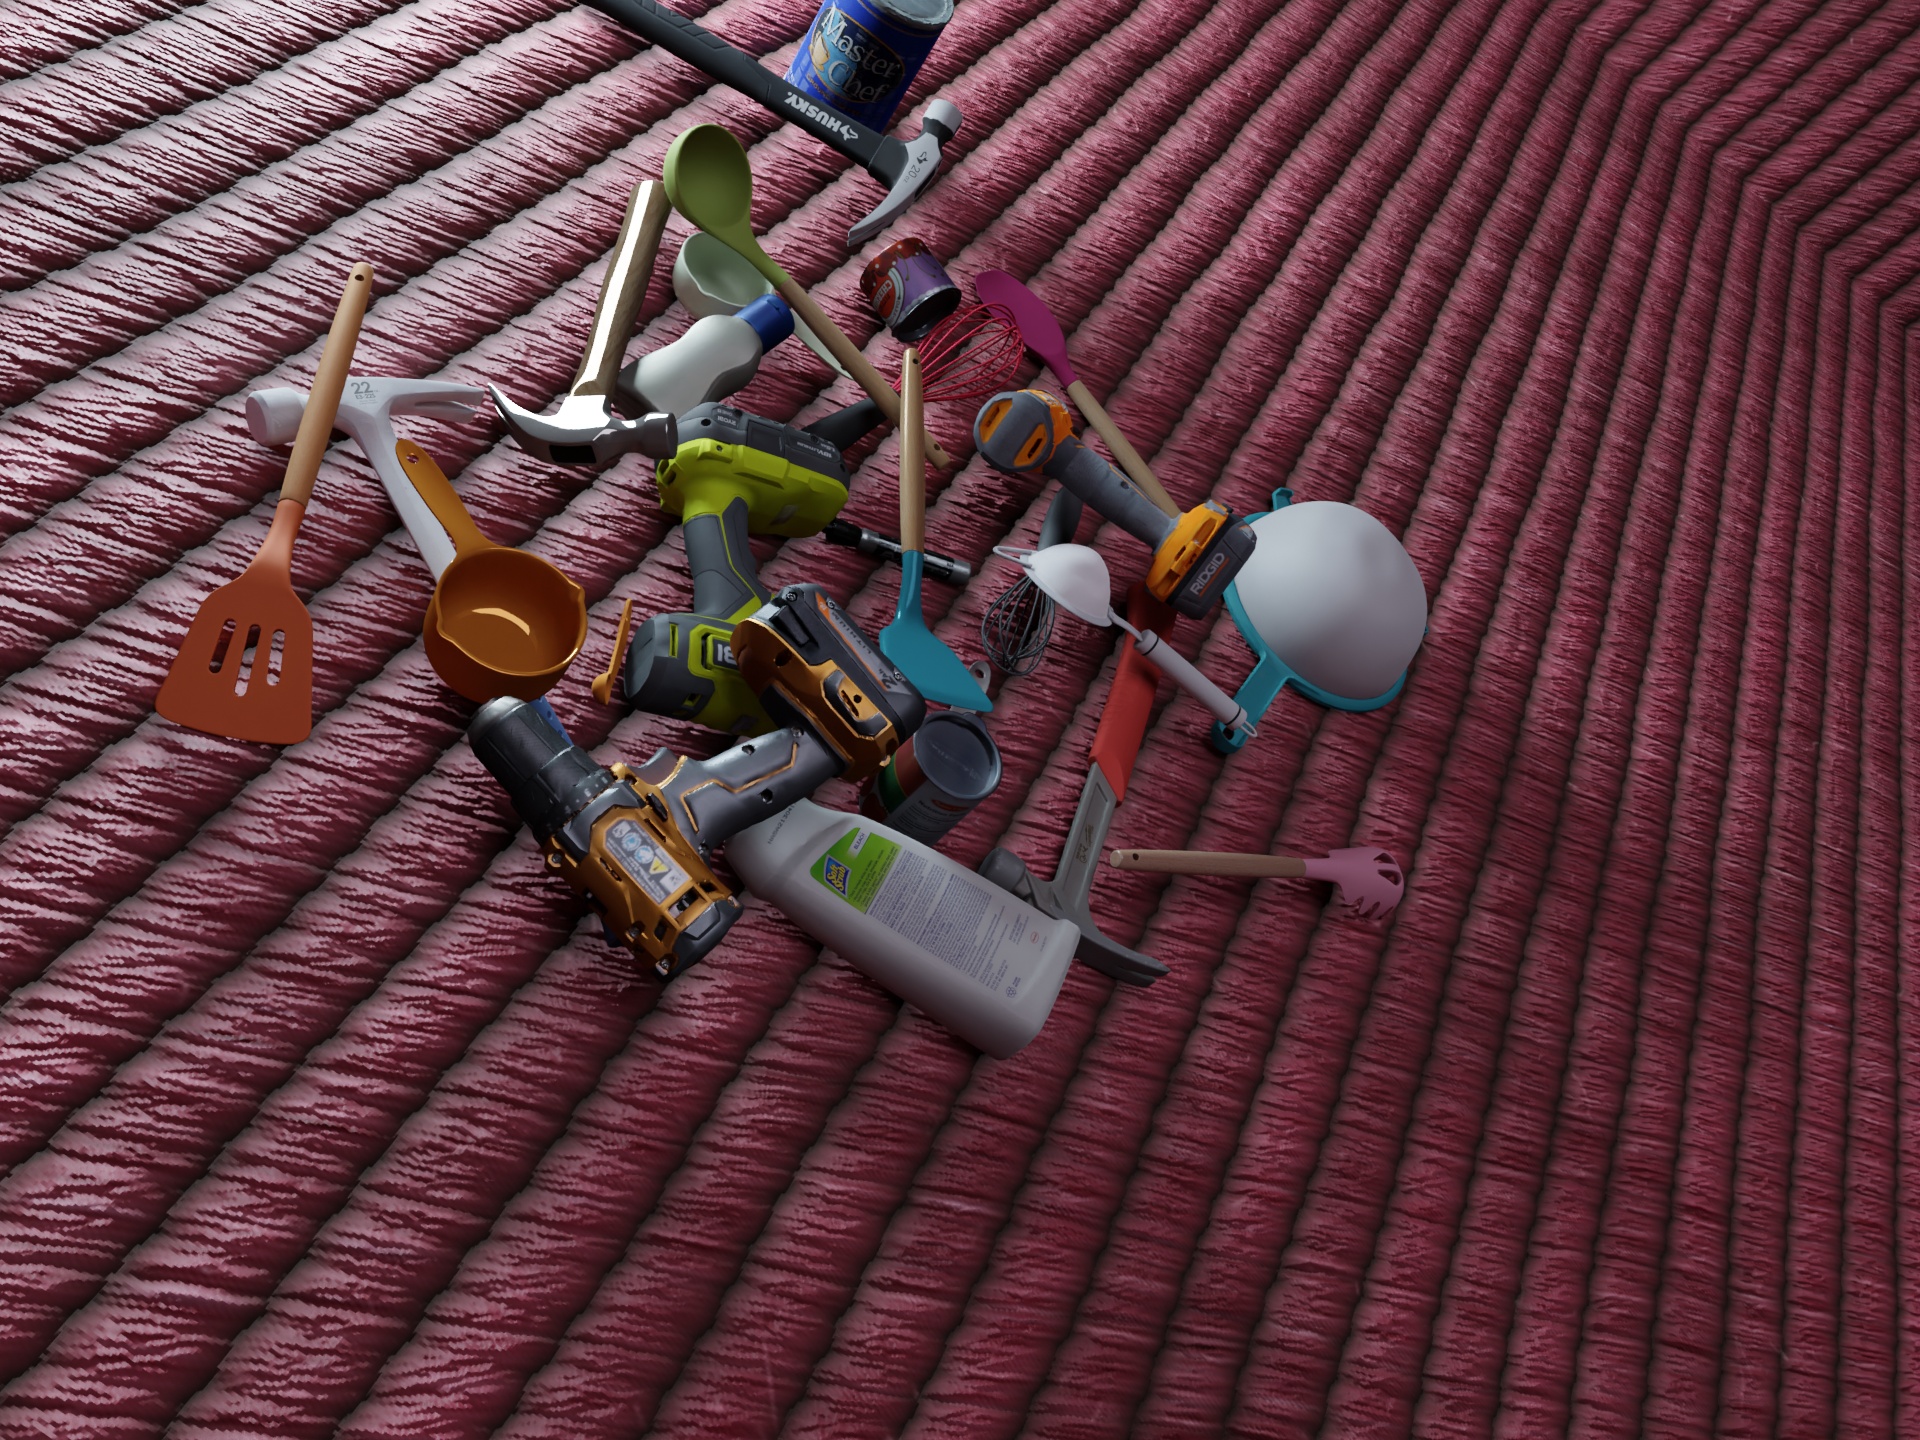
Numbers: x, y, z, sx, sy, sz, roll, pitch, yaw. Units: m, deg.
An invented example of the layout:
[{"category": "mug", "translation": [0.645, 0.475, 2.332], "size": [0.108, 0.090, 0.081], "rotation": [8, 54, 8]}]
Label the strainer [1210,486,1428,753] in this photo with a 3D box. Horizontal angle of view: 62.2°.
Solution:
[{"category": "strainer", "translation": [0.307, -0.086, 1.357], "size": [0.211, 0.095, 0.340], "rotation": [44, 45, -1]}]

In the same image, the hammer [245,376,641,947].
[{"category": "hammer", "translation": [-0.284, -0.048, 0.974], "size": [0.144, 0.035, 0.406], "rotation": [-20, 73, -41]}]

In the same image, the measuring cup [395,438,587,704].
[{"category": "measuring cup", "translation": [-0.291, -0.085, 0.936], "size": [0.095, 0.052, 0.174], "rotation": [-25, 74, -41]}]

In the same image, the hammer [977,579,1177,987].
[{"category": "hammer", "translation": [0.125, 0.024, 1.200], "size": [0.149, 0.036, 0.359], "rotation": [33, 48, -11]}]

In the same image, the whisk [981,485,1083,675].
[{"category": "whisk", "translation": [0.062, -0.118, 1.252], "size": [0.055, 0.055, 0.239], "rotation": [33, 43, -11]}]

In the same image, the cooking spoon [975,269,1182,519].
[{"category": "cooking spoon", "translation": [0.114, -0.277, 1.410], "size": [0.069, 0.017, 0.319], "rotation": [-27, 77, -41]}]

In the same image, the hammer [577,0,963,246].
[{"category": "hammer", "translation": [-0.176, -0.538, 1.354], "size": [0.334, 0.035, 0.146], "rotation": [30, 82, -3]}]

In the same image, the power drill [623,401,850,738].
[{"category": "power drill", "translation": [-0.128, -0.089, 1.081], "size": [0.190, 0.080, 0.229], "rotation": [14, 56, -31]}]

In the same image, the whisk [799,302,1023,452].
[{"category": "whisk", "translation": [-0.043, -0.264, 1.270], "size": [0.073, 0.073, 0.296], "rotation": [48, 52, 3]}]

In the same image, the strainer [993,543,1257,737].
[{"category": "strainer", "translation": [0.137, -0.067, 1.211], "size": [0.258, 0.050, 0.087], "rotation": [38, 23, -17]}]

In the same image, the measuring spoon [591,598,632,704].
[{"category": "measuring spoon", "translation": [-0.220, -0.046, 1.008], "size": [0.011, 0.021, 0.117], "rotation": [4, 33, -5]}]

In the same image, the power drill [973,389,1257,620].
[{"category": "power drill", "translation": [0.121, -0.180, 1.250], "size": [0.226, 0.084, 0.164], "rotation": [36, 16, 2]}]

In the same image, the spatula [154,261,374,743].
[{"category": "spatula", "translation": [-0.388, -0.141, 0.935], "size": [0.081, 0.041, 0.323], "rotation": [12, 60, -16]}]

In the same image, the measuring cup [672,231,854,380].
[{"category": "measuring cup", "translation": [-0.152, -0.311, 1.242], "size": [0.167, 0.038, 0.083], "rotation": [38, 47, -9]}]

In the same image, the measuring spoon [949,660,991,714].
[{"category": "measuring spoon", "translation": [-0.002, -0.004, 1.153], "size": [0.034, 0.018, 0.124], "rotation": [36, 40, -8]}]

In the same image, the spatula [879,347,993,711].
[{"category": "spatula", "translation": [-0.027, -0.143, 1.128], "size": [0.082, 0.044, 0.318], "rotation": [14, 59, -28]}]

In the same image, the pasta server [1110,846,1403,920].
[{"category": "pasta server", "translation": [0.230, 0.113, 1.191], "size": [0.316, 0.040, 0.060], "rotation": [6, 57, -36]}]

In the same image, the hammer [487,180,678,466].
[{"category": "hammer", "translation": [-0.249, -0.293, 1.142], "size": [0.130, 0.031, 0.332], "rotation": [-1, 47, 3]}]

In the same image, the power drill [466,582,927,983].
[{"category": "power drill", "translation": [-0.153, 0.013, 0.924], "size": [0.185, 0.084, 0.226], "rotation": [47, 61, -1]}]

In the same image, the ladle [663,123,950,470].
[{"category": "ladle", "translation": [-0.111, -0.318, 1.205], "size": [0.320, 0.062, 0.078], "rotation": [49, 49, 4]}]
